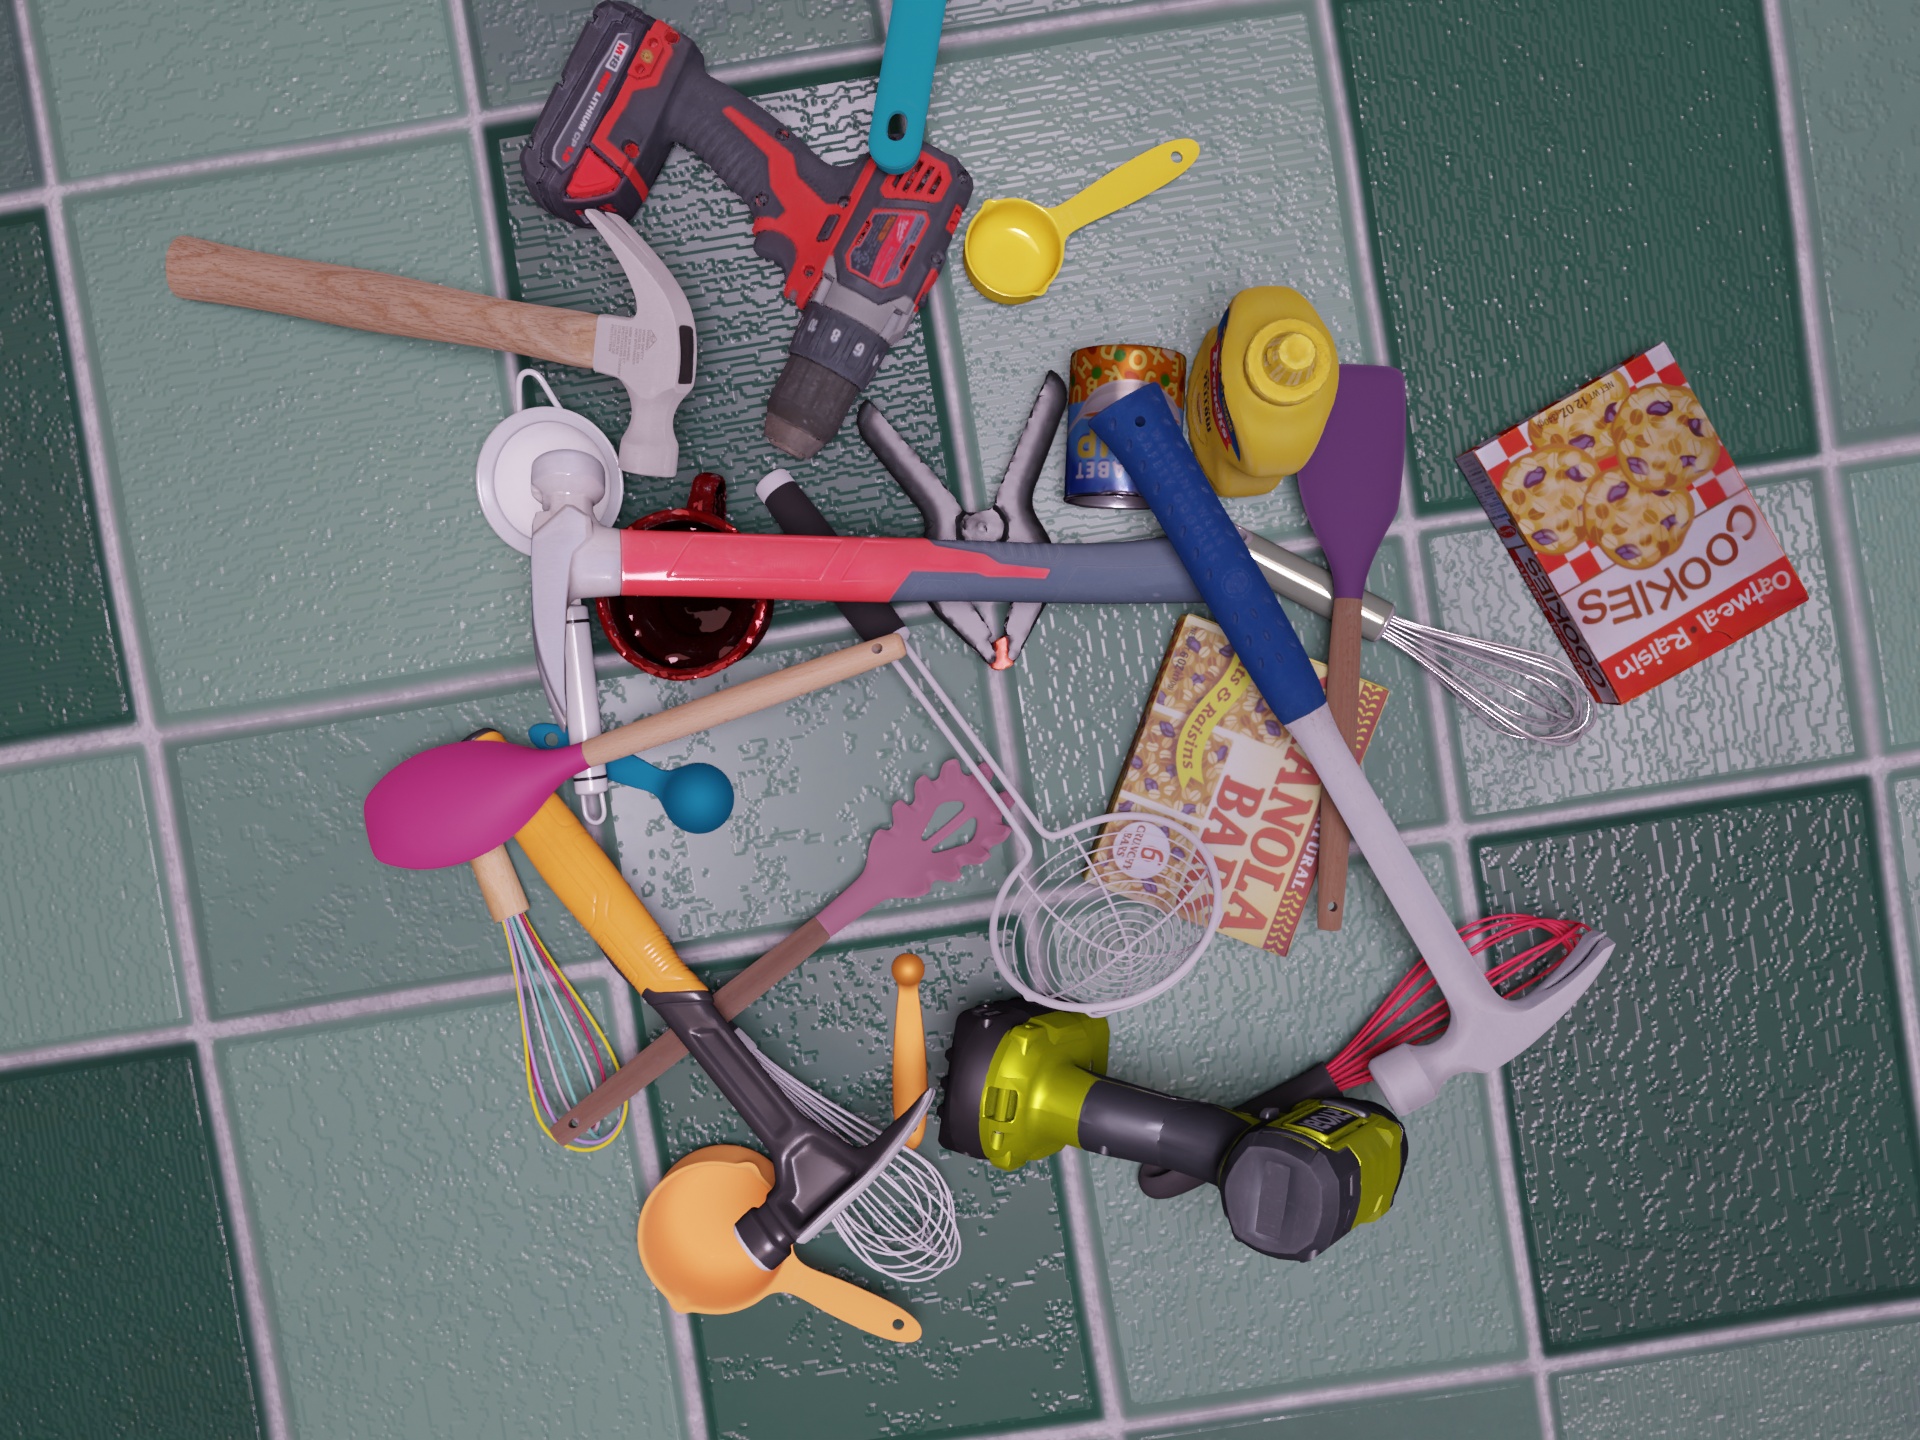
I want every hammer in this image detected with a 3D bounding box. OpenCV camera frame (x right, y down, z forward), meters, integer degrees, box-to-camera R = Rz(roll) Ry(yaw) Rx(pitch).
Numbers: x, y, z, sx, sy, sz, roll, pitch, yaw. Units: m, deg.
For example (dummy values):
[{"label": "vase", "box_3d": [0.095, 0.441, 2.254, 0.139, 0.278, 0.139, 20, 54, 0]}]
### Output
[{"label": "hammer", "box_3d": [-0.296, -0.228, 0.873, 0.331, 0.031, 0.130, 14, 104, 16]}, {"label": "hammer", "box_3d": [-0.163, 0.127, 0.870, 0.127, 0.034, 0.337, -42, 76, -6]}, {"label": "hammer", "box_3d": [0.193, 0.003, 0.844, 0.144, 0.035, 0.405, -30, 92, 4]}, {"label": "hammer", "box_3d": [-0.027, -0.066, 0.839, 0.386, 0.038, 0.143, 0, 69, -15]}]

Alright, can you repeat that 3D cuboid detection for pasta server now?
[{"label": "pasta server", "box_3d": [-0.099, 0.132, 0.895, 0.316, 0.040, 0.060, -38, 81, -10]}]

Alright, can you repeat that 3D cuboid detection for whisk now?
[{"label": "whisk", "box_3d": [0.230, 0.196, 0.911, 0.296, 0.073, 0.073, -32, 91, 7]}, {"label": "whisk", "box_3d": [0.249, -0.051, 0.910, 0.246, 0.059, 0.058, 28, 55, 4]}, {"label": "whisk", "box_3d": [-0.107, 0.213, 0.917, 0.284, 0.070, 0.070, 44, 92, 4]}, {"label": "whisk", "box_3d": [-0.255, 0.135, 0.923, 0.047, 0.051, 0.245, -23, 88, 7]}]

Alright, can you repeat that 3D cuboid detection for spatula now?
[{"label": "spatula", "box_3d": [0.211, -0.042, 0.883, 0.060, 0.018, 0.316, 3, 87, 5]}]

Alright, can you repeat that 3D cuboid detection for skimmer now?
[{"label": "skimmer", "box_3d": [-0.001, -0.003, 0.863, 0.127, 0.090, 0.363, -35, 81, -8]}]

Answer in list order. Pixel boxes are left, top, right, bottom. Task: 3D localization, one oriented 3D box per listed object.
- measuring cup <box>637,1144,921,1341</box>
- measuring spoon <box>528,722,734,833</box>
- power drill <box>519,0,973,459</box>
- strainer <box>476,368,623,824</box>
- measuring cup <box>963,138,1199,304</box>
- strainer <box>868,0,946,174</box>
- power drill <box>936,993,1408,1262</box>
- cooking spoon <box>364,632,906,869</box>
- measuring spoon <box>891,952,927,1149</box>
[{"label": "measuring cup", "box_3d": [-0.101, 0.309, 0.921, 0.173, 0.052, 0.095, 27, 92, -2]}, {"label": "measuring spoon", "box_3d": [-0.194, 0.030, 0.927, 0.128, 0.021, 0.042, 22, 92, 0]}, {"label": "power drill", "box_3d": [-0.127, -0.272, 0.892, 0.226, 0.080, 0.188, 27, 92, -3]}, {"label": "strainer", "box_3d": [-0.224, -0.068, 0.911, 0.087, 0.050, 0.258, -5, 93, 9]}, {"label": "measuring cup", "box_3d": [0.070, -0.291, 0.917, 0.156, 0.029, 0.062, -32, 91, -10]}, {"label": "strainer", "box_3d": [-0.004, -0.461, 0.873, 0.211, 0.095, 0.340, 11, 93, 2]}, {"label": "power drill", "box_3d": [0.116, 0.211, 0.840, 0.223, 0.171, 0.080, 10, 93, 31]}, {"label": "cooking spoon", "box_3d": [-0.181, 0.010, 0.869, 0.319, 0.017, 0.069, -19, 76, 5]}, {"label": "measuring spoon", "box_3d": [-0.030, 0.196, 0.935, 0.021, 0.011, 0.117, -1, 92, 1]}]
